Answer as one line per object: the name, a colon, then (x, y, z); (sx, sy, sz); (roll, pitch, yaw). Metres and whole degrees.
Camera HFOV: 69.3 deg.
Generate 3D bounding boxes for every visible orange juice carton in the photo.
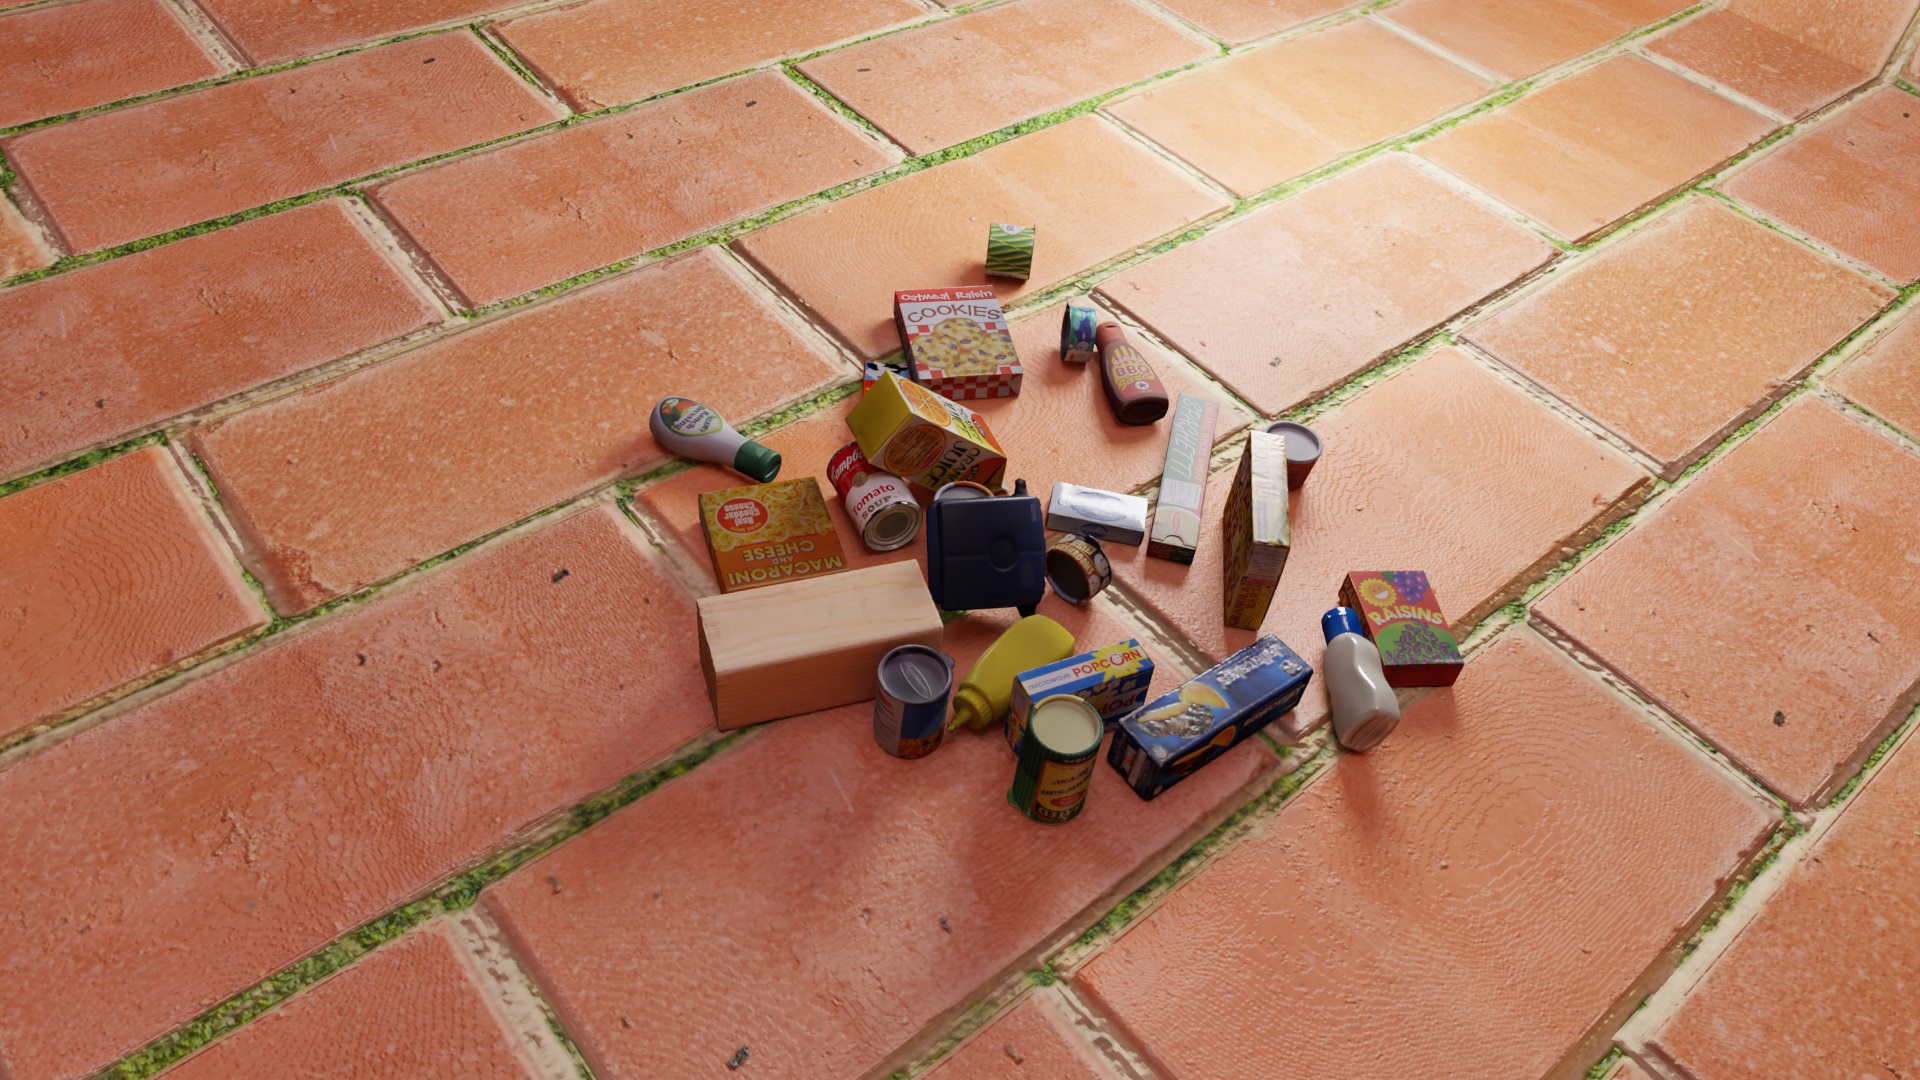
orange juice carton: (-0.021, -0.101, 1.452); (0.192, 0.073, 0.072); (21, 30, -46)

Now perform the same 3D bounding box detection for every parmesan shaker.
parmesan shaker: (0.080, 0.190, 1.196); (0.071, 0.102, 0.072); (4, 46, -4)

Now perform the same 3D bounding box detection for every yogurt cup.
yogurt cup: (0.362, -0.092, 1.542); (0.072, 0.053, 0.073); (4, 46, -4)

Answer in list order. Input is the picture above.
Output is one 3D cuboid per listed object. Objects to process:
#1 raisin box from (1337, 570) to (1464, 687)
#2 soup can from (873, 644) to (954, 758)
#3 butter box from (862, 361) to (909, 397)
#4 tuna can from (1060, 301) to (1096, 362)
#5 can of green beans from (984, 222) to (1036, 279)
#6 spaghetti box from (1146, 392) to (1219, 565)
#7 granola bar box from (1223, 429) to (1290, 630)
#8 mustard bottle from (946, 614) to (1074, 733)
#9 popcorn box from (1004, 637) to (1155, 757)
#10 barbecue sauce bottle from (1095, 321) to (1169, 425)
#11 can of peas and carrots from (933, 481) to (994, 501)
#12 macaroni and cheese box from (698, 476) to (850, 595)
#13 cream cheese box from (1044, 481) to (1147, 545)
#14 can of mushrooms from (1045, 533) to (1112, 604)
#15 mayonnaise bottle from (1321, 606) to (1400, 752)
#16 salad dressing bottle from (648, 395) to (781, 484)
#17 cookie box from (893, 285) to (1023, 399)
raisin box: (0.439, 0.087, 1.389); (0.086, 0.039, 0.124); (-1, 47, -8)
soup can: (-0.041, 0.143, 1.238); (0.071, 0.083, 0.072); (4, 46, -4)
butter box: (-0.086, -0.161, 1.570); (0.053, 0.024, 0.104); (4, 46, -5)
tuna can: (0.140, -0.249, 1.655); (0.033, 0.070, 0.071); (5, 46, -5)
can of green beans: (0.063, -0.367, 1.763); (0.058, 0.070, 0.071); (7, 45, 0)
spaghetti box: (0.247, -0.072, 1.525); (0.050, 0.028, 0.251); (13, 46, 5)
granola bar box: (0.299, -0.011, 1.406); (0.039, 0.123, 0.166); (9, 46, 1)
mustard bottle: (0.038, 0.131, 1.285); (0.065, 0.048, 0.161); (34, 52, 26)
popcorn box: (0.106, 0.144, 1.257); (0.127, 0.084, 0.038); (-15, 49, -20)
barbecue sauce bottle: (0.193, -0.199, 1.632); (0.065, 0.043, 0.149); (-6, 47, -12)
can of peas and carrots: (0.005, -0.018, 1.419); (0.071, 0.058, 0.071); (4, 46, -4)
macaroni and cheese box: (-0.182, 0.013, 1.377); (0.124, 0.040, 0.167); (-10, 48, -16)
cream cheese box: (0.145, -0.029, 1.473); (0.104, 0.024, 0.054); (11, 44, 3)
can of mushrooms: (0.116, 0.027, 1.382); (0.071, 0.070, 0.033); (37, 54, 26)
mayonnaise bottle: (0.376, 0.127, 1.328); (0.041, 0.064, 0.149); (21, 39, -17)
salad dressing bottle: (-0.260, -0.105, 1.479); (0.148, 0.043, 0.064); (26, 47, 16)
cookie box: (-0.005, -0.234, 1.643); (0.123, 0.040, 0.168); (-5, 48, -12)
